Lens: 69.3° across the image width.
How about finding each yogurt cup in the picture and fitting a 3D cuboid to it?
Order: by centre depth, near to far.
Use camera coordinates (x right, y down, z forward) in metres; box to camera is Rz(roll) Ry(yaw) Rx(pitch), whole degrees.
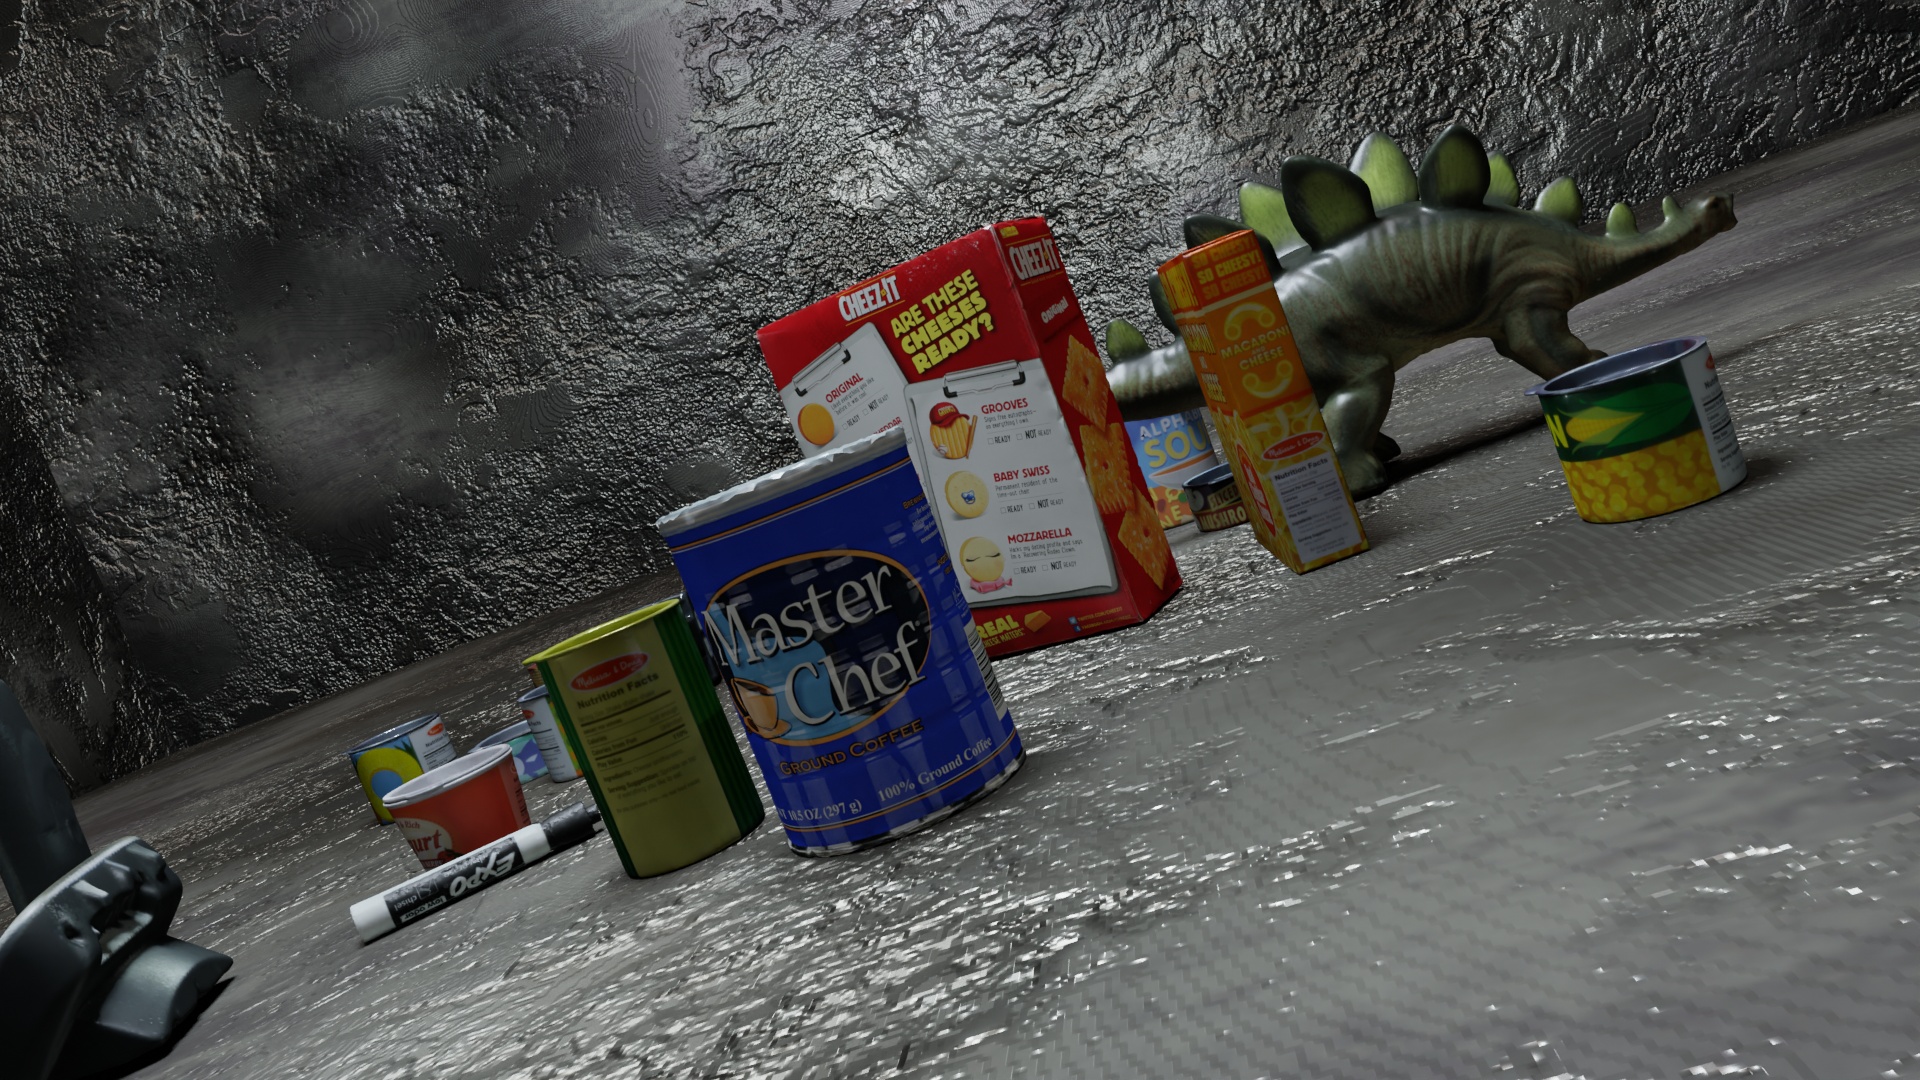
[{"bbox_3d":[-0.259,0.145,0.729,0.072,0.054,0.072,-21,6,2],"label":"yogurt cup"}]

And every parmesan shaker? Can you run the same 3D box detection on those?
[{"bbox_3d":[-0.137,0.086,0.605,0.071,0.103,0.071,-21,6,2],"label":"parmesan shaker"}]

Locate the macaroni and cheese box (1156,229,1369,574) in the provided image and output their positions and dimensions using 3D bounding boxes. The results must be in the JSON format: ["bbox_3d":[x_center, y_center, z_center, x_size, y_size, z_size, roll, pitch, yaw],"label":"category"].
[{"bbox_3d":[0.155,-0.074,0.725,0.040,0.166,0.124,-21,6,5],"label":"macaroni and cheese box"}]

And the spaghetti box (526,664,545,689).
[{"bbox_3d":[-0.289,0.115,1.092,0.029,0.050,0.249,-25,7,-31],"label":"spaghetti box"}]

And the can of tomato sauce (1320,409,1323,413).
[{"bbox_3d":[0.247,-0.100,1.025,0.071,0.083,0.071,-21,6,2],"label":"can of tomato sauce"}]

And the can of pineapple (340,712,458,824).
[{"bbox_3d":[-0.397,0.164,0.996,0.071,0.058,0.071,-21,6,2],"label":"can of pineapple"}]

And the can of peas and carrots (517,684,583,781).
[{"bbox_3d":[-0.241,0.115,0.900,0.071,0.058,0.071,-21,6,2],"label":"can of peas and carrots"}]

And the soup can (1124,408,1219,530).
[{"bbox_3d":[0.147,-0.056,0.971,0.071,0.083,0.071,-21,6,2],"label":"soup can"}]

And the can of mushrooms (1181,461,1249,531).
[{"bbox_3d":[0.178,-0.032,0.894,0.071,0.033,0.071,-21,6,2],"label":"can of mushrooms"}]

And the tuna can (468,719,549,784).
[{"bbox_3d":[-0.298,0.144,0.955,0.071,0.033,0.071,-21,6,2],"label":"tuna can"}]

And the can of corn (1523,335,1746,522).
[{"bbox_3d":[0.277,-0.045,0.571,0.071,0.058,0.071,-21,6,2],"label":"can of corn"}]
